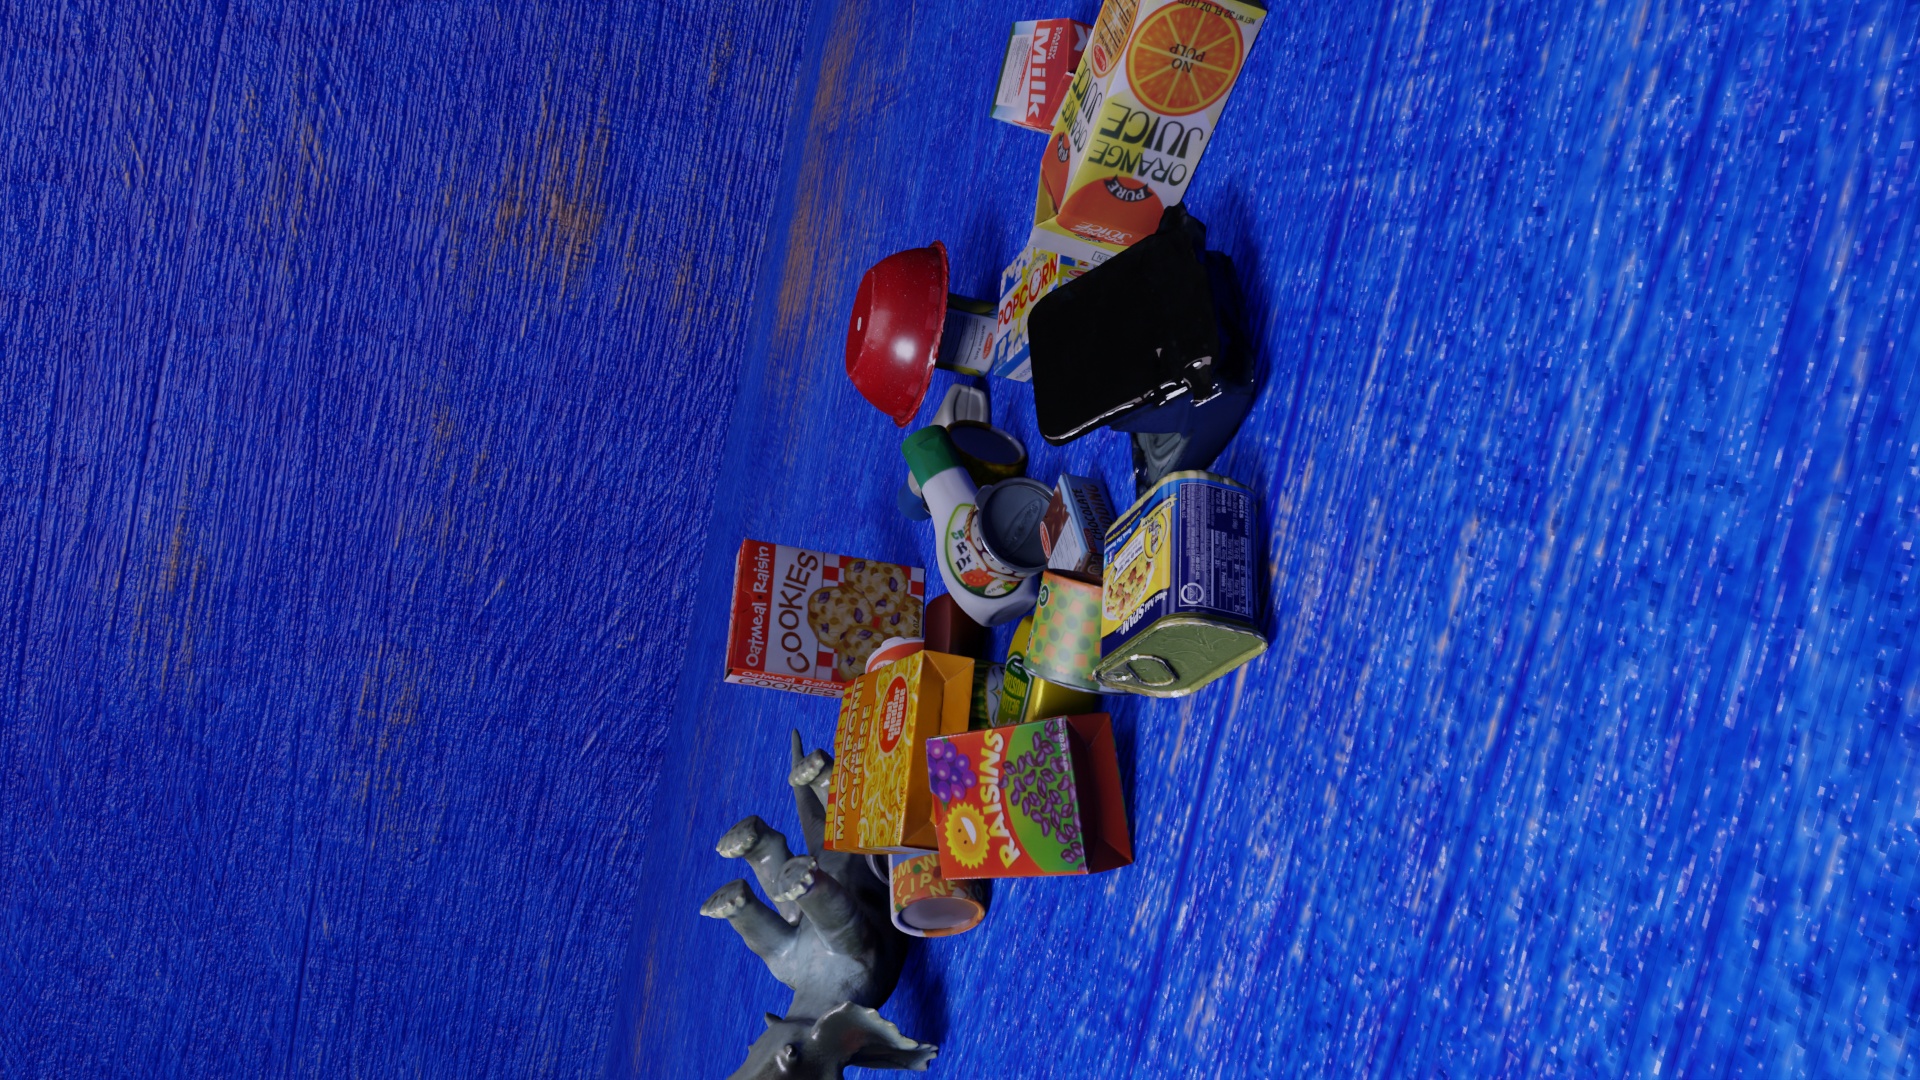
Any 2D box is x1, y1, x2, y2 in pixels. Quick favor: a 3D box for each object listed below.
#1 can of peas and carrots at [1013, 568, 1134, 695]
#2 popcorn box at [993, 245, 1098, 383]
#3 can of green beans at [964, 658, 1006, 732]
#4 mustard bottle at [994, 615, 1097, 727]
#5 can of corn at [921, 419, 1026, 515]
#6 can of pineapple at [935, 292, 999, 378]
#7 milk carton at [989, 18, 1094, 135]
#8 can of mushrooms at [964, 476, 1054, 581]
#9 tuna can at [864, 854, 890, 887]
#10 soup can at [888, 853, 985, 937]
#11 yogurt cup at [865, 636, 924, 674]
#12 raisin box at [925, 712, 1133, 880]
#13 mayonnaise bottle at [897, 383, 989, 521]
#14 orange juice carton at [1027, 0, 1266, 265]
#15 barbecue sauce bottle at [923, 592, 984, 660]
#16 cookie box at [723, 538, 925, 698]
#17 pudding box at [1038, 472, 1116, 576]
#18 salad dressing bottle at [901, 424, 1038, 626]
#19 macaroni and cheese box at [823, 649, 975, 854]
[{"bbox_3d":[0.071,0.050,0.783,0.071,0.071,0.058,-152,73,-73],"label":"can of peas and carrots"},{"bbox_3d":[0.064,-0.173,0.995,0.126,0.038,0.085,147,132,-68],"label":"popcorn box"},{"bbox_3d":[0.024,0.113,0.919,0.071,0.058,0.071,-168,89,-73],"label":"can of green beans"},{"bbox_3d":[0.046,0.128,0.852,0.065,0.049,0.160,-162,82,-71],"label":"mustard bottle"},{"bbox_3d":[0.008,-0.050,1.048,0.071,0.071,0.058,-104,30,-54],"label":"can of corn"},{"bbox_3d":[-0.003,-0.176,1.183,0.071,0.058,0.071,-168,89,-74],"label":"can of pineapple"},{"bbox_3d":[0.082,-0.316,0.964,0.191,0.072,0.073,-122,45,-68],"label":"milk carton"},{"bbox_3d":[0.036,-0.009,0.932,0.033,0.071,0.071,141,136,-68],"label":"can of mushrooms"},{"bbox_3d":[-0.036,0.227,1.040,0.033,0.071,0.071,165,115,-73],"label":"tuna can"},{"bbox_3d":[-0.015,0.224,0.973,0.071,0.071,0.084,117,155,-45],"label":"soup can"},{"bbox_3d":[-0.039,0.119,1.117,0.072,0.072,0.054,116,149,-42],"label":"yogurt cup"},{"bbox_3d":[0.036,0.148,0.792,0.123,0.040,0.086,-18,77,48],"label":"raisin box"},{"bbox_3d":[-0.017,-0.069,1.197,0.147,0.041,0.065,122,159,-53],"label":"mayonnaise bottle"},{"bbox_3d":[0.106,-0.254,0.850,0.073,0.072,0.191,-100,26,-49],"label":"orange juice carton"},{"bbox_3d":[-0.007,0.117,1.045,0.064,0.044,0.149,132,144,-61],"label":"barbecue sauce bottle"},{"bbox_3d":[-0.117,0.072,1.216,0.040,0.167,0.123,129,147,-57],"label":"cookie box"},{"bbox_3d":[0.075,0.001,0.867,0.084,0.030,0.049,-102,26,-52],"label":"pudding box"},{"bbox_3d":[0.004,-0.012,0.981,0.044,0.064,0.148,84,161,-69],"label":"salad dressing bottle"},{"bbox_3d":[-0.045,0.147,0.934,0.166,0.040,0.124,150,129,-64],"label":"macaroni and cheese box"}]
